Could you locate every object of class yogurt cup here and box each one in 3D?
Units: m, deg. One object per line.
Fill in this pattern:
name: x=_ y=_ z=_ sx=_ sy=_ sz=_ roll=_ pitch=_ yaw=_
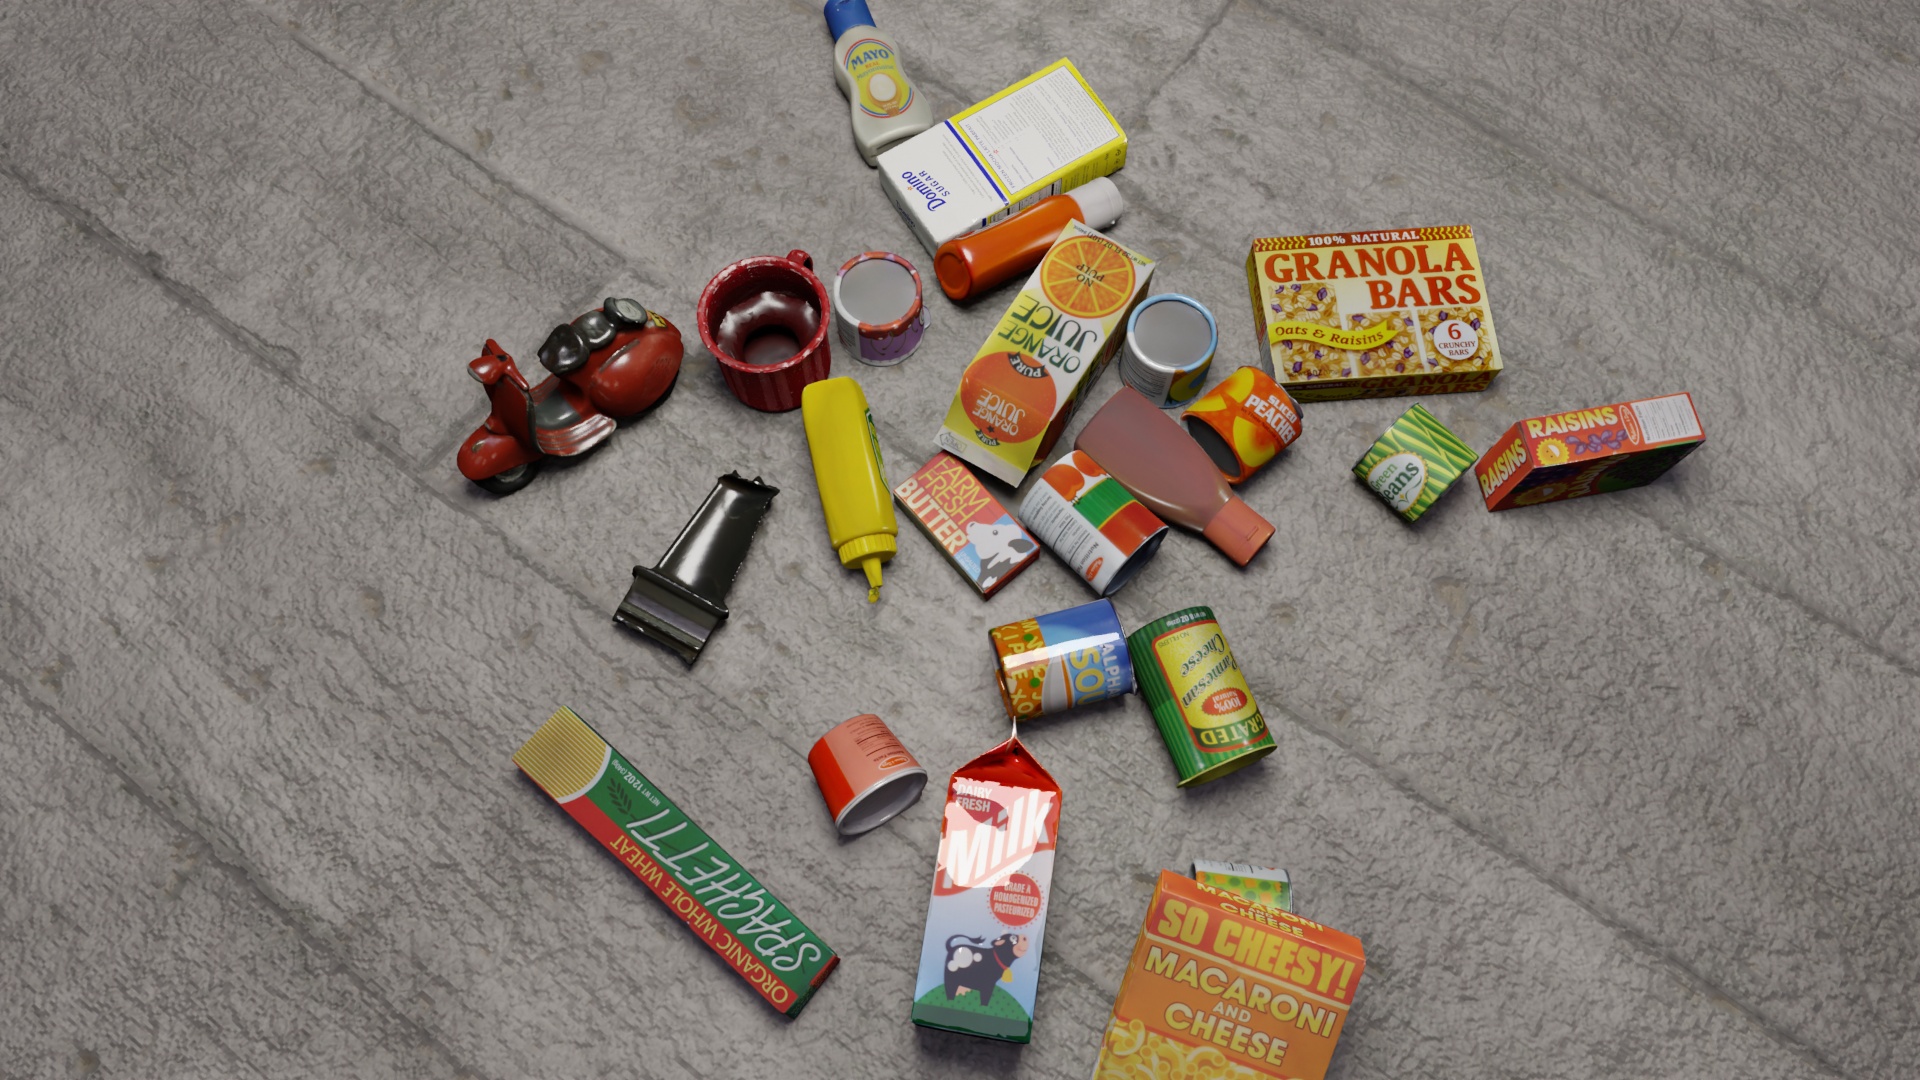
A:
yogurt cup: x=-0.063 y=0.149 z=0.900 sx=0.072 sy=0.072 sz=0.054 roll=-31 pitch=64 yaw=-11

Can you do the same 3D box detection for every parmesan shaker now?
parmesan shaker: x=0.154 y=0.103 z=0.915 sx=0.071 sy=0.071 sz=0.103 roll=-20 pitch=71 yaw=-8

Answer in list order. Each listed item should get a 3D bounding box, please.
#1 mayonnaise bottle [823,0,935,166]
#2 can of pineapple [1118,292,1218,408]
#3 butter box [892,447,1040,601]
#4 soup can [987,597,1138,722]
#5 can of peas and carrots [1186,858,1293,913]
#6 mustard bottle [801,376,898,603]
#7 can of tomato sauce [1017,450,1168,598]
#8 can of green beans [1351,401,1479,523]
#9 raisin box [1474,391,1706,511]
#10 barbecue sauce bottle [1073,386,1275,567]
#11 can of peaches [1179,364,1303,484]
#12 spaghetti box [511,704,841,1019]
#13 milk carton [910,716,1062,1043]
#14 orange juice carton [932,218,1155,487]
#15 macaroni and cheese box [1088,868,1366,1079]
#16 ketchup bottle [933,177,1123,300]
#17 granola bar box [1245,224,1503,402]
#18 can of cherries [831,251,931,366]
mayonnaise bottle: x=-0.071 y=-0.372 z=1.111 sx=0.065 sy=0.041 sz=0.148 roll=-19 pitch=71 yaw=-5
can of pineapple: x=0.152 y=-0.140 z=1.014 sx=0.071 sy=0.057 sz=0.071 roll=0 pitch=69 yaw=0
butter box: x=0.004 y=-0.012 z=0.982 sx=0.053 sy=0.024 sz=0.103 roll=-39 pitch=74 yaw=-13
soup can: x=0.067 y=0.082 z=0.923 sx=0.084 sy=0.071 sz=0.071 roll=-15 pitch=70 yaw=-5
can of peas and carrots: x=0.171 y=0.237 z=0.864 sx=0.059 sy=0.070 sz=0.071 roll=6 pitch=69 yaw=3
mustard bottle: x=-0.074 y=-0.033 z=0.971 sx=0.049 sy=0.065 sz=0.160 roll=-14 pitch=75 yaw=0
can of tomato sauce: x=0.092 y=-0.013 z=0.961 sx=0.071 sy=0.071 sz=0.083 roll=-43 pitch=74 yaw=-14
can of green beans: x=0.320 y=-0.054 z=0.977 sx=0.071 sy=0.071 sz=0.058 roll=-41 pitch=75 yaw=-14
raisin box: x=0.436 y=-0.061 z=0.970 sx=0.123 sy=0.086 sz=0.040 roll=-10 pitch=72 yaw=-4
barbecue sauce bottle: x=0.154 y=-0.041 z=0.984 sx=0.149 sy=0.043 sz=0.065 roll=41 pitch=81 yaw=13
can of peaches: x=0.200 y=-0.081 z=0.985 sx=0.058 sy=0.071 sz=0.071 roll=-38 pitch=74 yaw=-12
spaghetti box: x=-0.184 y=0.204 z=0.896 sx=0.250 sy=0.028 sz=0.050 roll=39 pitch=75 yaw=14
milk carton: x=0.020 y=0.210 z=0.871 sx=0.073 sy=0.072 sz=0.191 roll=8 pitch=69 yaw=3
orange juice carton: x=0.060 y=-0.129 z=1.001 sx=0.072 sy=0.072 sz=0.193 roll=30 pitch=72 yaw=10
macaroni and cheese box: x=0.150 y=0.293 z=0.818 sx=0.124 sy=0.040 sz=0.166 roll=18 pitch=99 yaw=6
ketchup bottle: x=0.054 y=-0.230 z=1.049 sx=0.149 sy=0.064 sz=0.043 roll=-28 pitch=94 yaw=-20
granola bar box: x=0.305 y=-0.169 z=1.035 sx=0.166 sy=0.039 sz=0.124 roll=-4 pitch=70 yaw=-1
can of cherries: x=-0.058 y=-0.172 z=1.025 sx=0.071 sy=0.058 sz=0.072 roll=0 pitch=69 yaw=0
